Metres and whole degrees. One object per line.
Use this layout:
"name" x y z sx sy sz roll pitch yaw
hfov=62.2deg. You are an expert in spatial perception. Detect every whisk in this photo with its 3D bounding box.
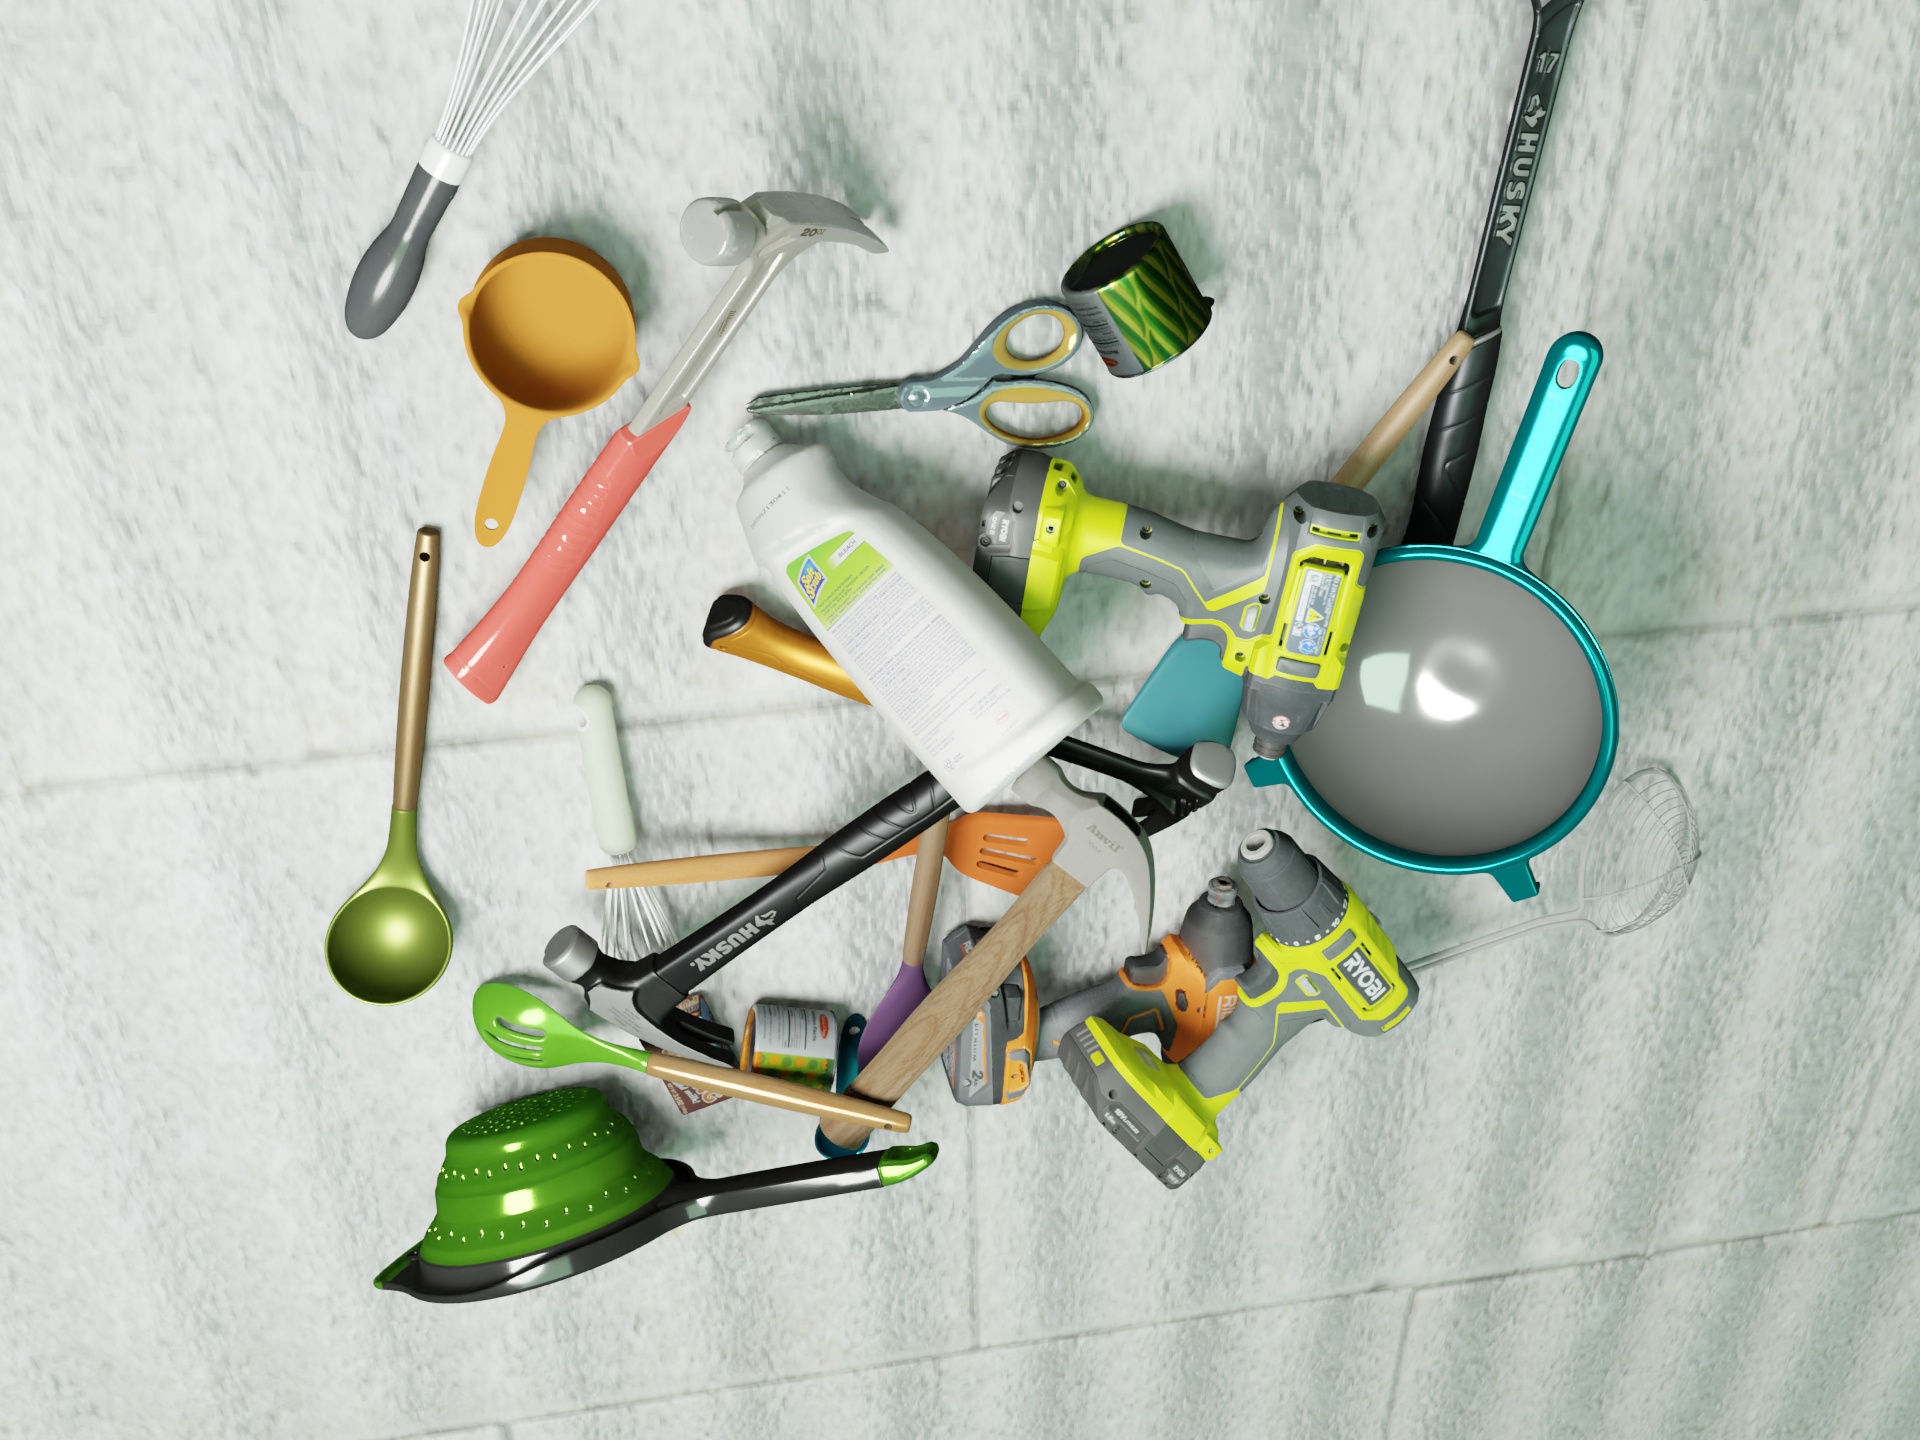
"whisk" -0.220 0.087 1.035 0.059 0.058 0.246 -27 127 -36
"whisk" -0.239 -0.304 0.784 0.070 0.070 0.284 26 117 -24

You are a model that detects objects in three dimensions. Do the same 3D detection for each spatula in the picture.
"spatula" -0.082 0.096 1.048 0.322 0.041 0.081 -4 131 -20
"spatula" -0.031 0.145 1.078 0.059 0.018 0.315 -12 133 -27
"spatula" 0.214 -0.103 0.984 0.082 0.044 0.317 23 123 -19

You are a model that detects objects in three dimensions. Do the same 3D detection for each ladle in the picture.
"ladle" -0.339 0.036 0.972 0.078 0.062 0.320 8 117 -14

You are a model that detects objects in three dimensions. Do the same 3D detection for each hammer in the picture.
"hammer" -0.002 -0.003 1.004 0.336 0.034 0.127 20 153 -13
"hammer" 0.313 -0.245 0.936 0.149 0.036 0.408 -2 122 -11
"hammer" 0.008 0.175 1.044 0.130 0.031 0.331 38 116 0
"hammer" -0.182 -0.141 0.880 0.037 0.149 0.359 48 119 9
"hammer" -0.091 0.103 0.998 0.334 0.035 0.146 -35 122 16

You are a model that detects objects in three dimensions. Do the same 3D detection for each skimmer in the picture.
"skimmer" 0.376 0.148 1.191 0.363 0.090 0.127 -24 126 16

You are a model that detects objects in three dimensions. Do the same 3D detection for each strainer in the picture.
"strainer" 0.315 -0.072 0.957 0.211 0.095 0.340 25 120 20

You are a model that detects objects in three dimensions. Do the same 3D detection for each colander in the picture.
"colander" -0.213 0.297 1.086 0.397 0.204 0.094 -13 92 11

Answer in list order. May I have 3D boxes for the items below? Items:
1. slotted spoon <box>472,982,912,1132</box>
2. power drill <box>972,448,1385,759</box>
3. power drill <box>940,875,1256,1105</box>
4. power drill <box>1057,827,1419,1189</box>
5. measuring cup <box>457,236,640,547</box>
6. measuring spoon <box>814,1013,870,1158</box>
"slotted spoon" -0.186 0.237 1.078 0.314 0.031 0.070 13 125 3
"power drill" 0.119 -0.068 0.940 0.223 0.080 0.171 12 121 5
"power drill" 0.103 0.189 1.136 0.226 0.084 0.164 -4 119 -12
"power drill" 0.182 0.191 1.075 0.228 0.080 0.190 -41 122 2
"measuring cup" -0.233 -0.178 0.864 0.095 0.052 0.173 16 119 -20
"measuring spoon" -0.085 0.271 1.189 0.042 0.021 0.128 3 111 -12
